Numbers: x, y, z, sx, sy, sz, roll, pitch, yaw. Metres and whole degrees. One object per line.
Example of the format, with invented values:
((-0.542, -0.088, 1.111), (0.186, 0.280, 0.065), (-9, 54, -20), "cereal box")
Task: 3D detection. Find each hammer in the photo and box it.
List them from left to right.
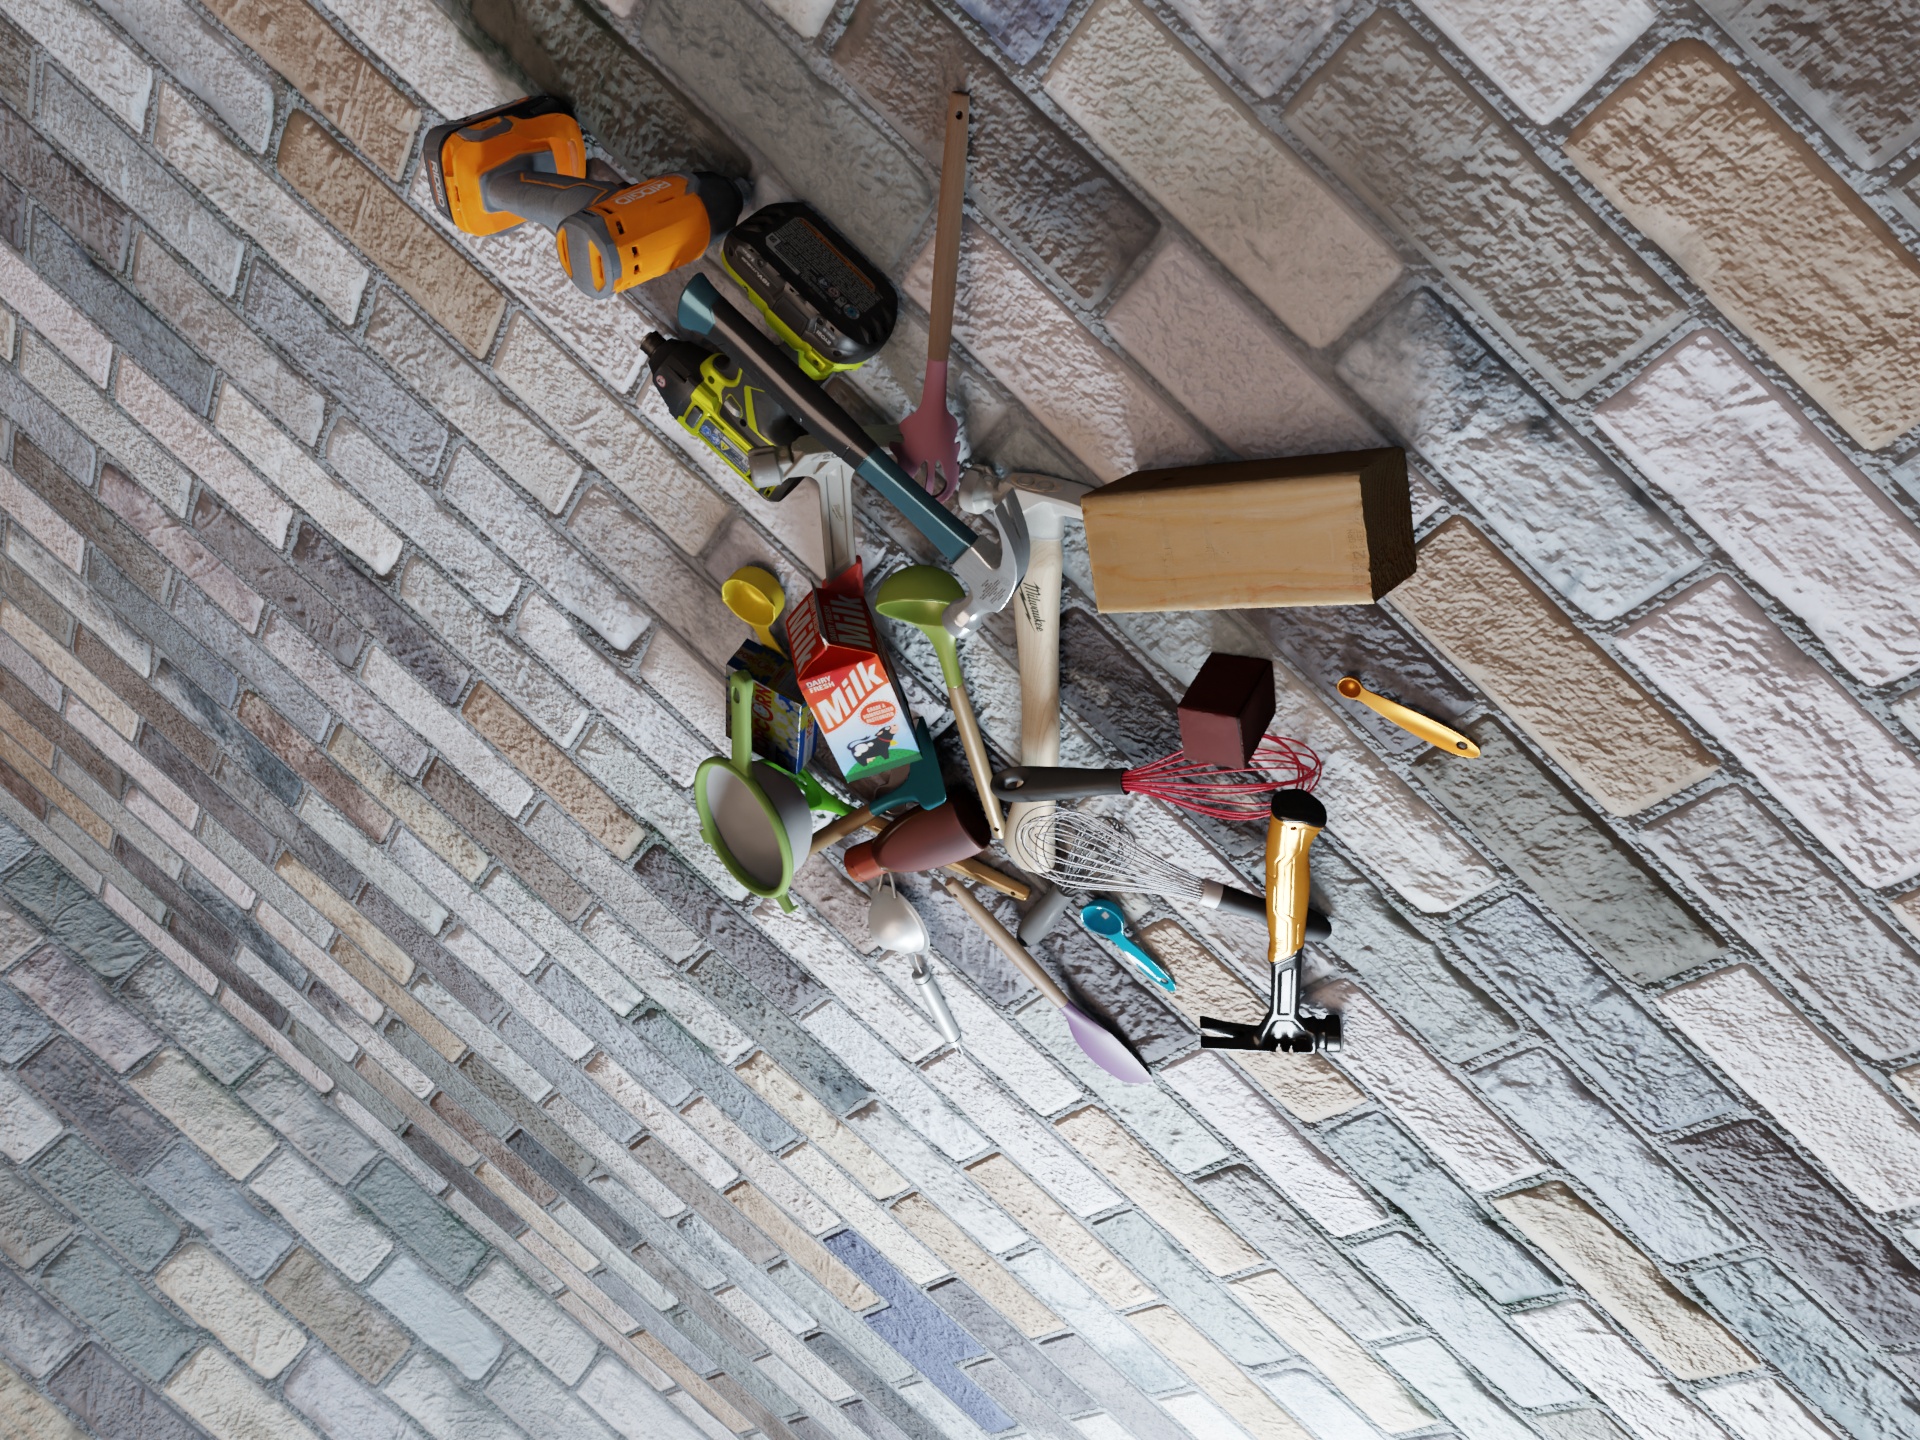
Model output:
((-0.081, -0.204, 1.186), (0.331, 0.033, 0.128), (42, 137, -7), "hammer")
((-0.091, -0.103, 1.367), (0.149, 0.037, 0.358), (-8, 140, -7), "hammer")
((0.075, -0.022, 1.344), (0.146, 0.038, 0.410), (17, 134, 22), "hammer")
((0.262, 0.175, 1.317), (0.127, 0.034, 0.336), (0, 137, 8), "hammer")

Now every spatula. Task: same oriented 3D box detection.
((-0.107, 0.092, 1.531), (0.317, 0.044, 0.082), (-32, 67, 42), "spatula")
((0.084, 0.262, 1.569), (0.060, 0.018, 0.315), (-15, 124, 46), "spatula")

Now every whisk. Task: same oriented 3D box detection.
((0.101, 0.156, 1.474), (0.055, 0.055, 0.238), (37, 142, 4), "whisk")
((0.154, 0.049, 1.308), (0.296, 0.073, 0.073), (-4, 123, 31), "whisk")
((0.181, 0.138, 1.351), (0.284, 0.070, 0.070), (19, 137, -2), "whisk")

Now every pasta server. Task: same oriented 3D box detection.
((-0.016, -0.293, 1.159), (0.060, 0.040, 0.316), (-2, 123, -13), "pasta server")

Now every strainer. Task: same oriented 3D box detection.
((-0.188, 0.051, 1.523), (0.152, 0.069, 0.256), (35, 136, 34), "strainer")
((-0.045, 0.265, 1.675), (0.087, 0.050, 0.258), (14, 138, 47), "strainer")

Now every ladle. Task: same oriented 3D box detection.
((-0.002, -0.004, 1.390), (0.078, 0.062, 0.319), (0, 131, 20), "ladle")

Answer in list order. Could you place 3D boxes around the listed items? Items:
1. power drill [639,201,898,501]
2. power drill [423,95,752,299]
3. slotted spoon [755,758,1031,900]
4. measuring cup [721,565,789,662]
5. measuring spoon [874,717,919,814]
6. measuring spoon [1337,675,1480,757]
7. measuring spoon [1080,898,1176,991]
((-0.159, -0.291, 1.252), (0.171, 0.080, 0.223), (43, 141, -5), "power drill")
((-0.277, -0.399, 1.202), (0.227, 0.164, 0.084), (31, 139, 29), "power drill")
((-0.073, 0.108, 1.569), (0.314, 0.031, 0.070), (23, 133, 15), "slotted spoon")
((-0.172, -0.082, 1.485), (0.062, 0.029, 0.156), (9, 142, 32), "measuring cup")
((-0.053, 0.041, 1.509), (0.034, 0.018, 0.124), (29, 130, 9), "measuring spoon")
((0.337, -0.004, 1.193), (0.117, 0.011, 0.021), (28, 138, 7), "measuring spoon")
((0.163, 0.209, 1.498), (0.128, 0.021, 0.042), (45, 137, -19), "measuring spoon")
